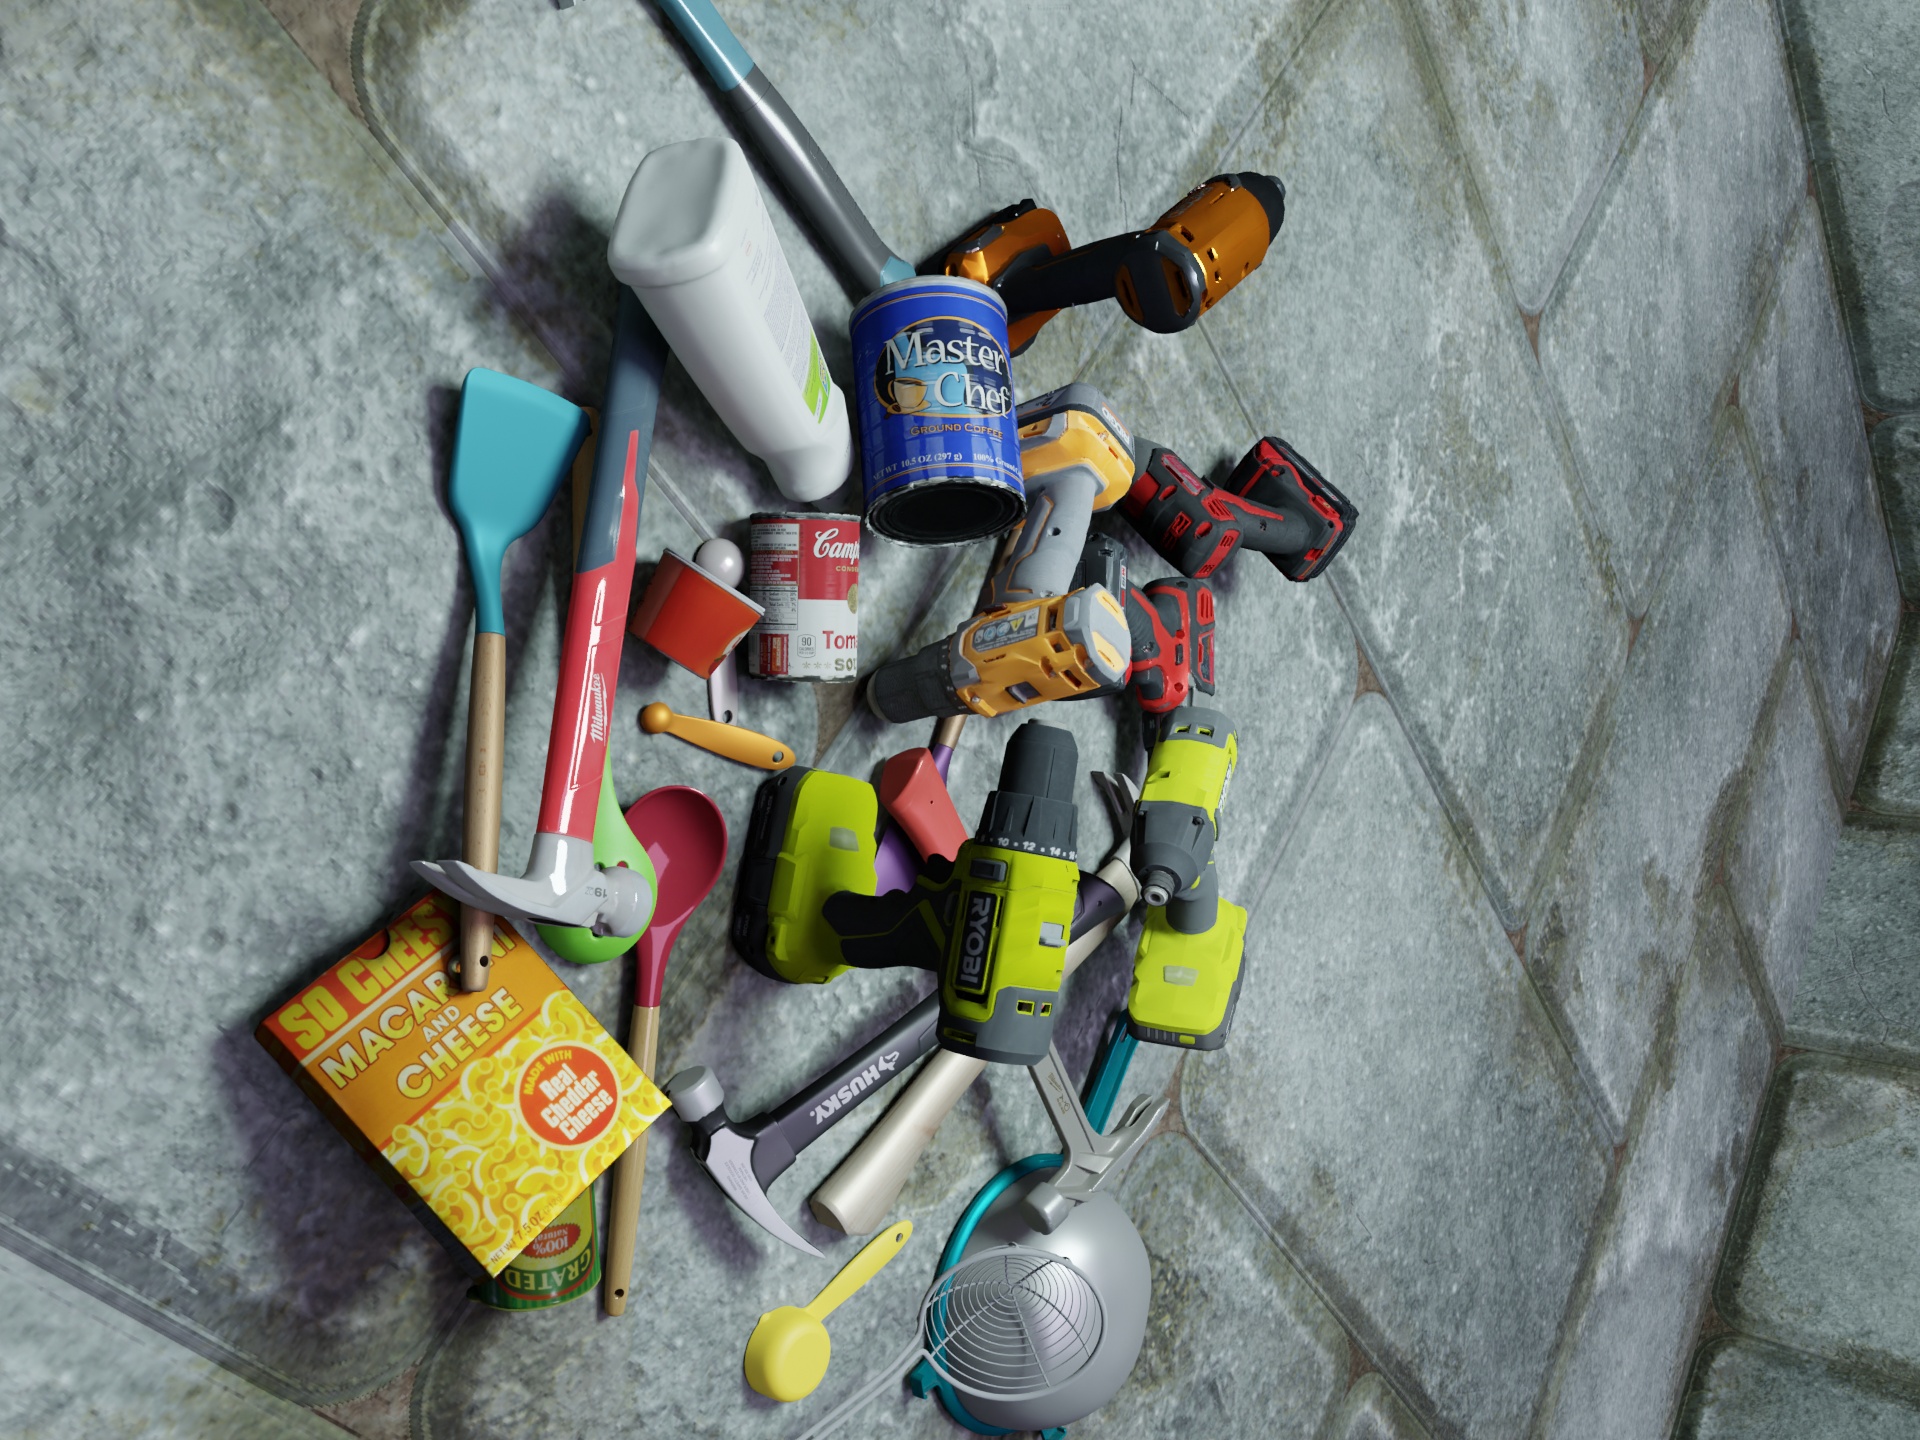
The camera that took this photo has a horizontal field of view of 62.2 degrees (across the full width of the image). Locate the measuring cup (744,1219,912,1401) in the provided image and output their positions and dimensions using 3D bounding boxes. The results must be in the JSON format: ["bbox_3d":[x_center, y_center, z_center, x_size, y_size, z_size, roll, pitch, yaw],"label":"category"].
[{"bbox_3d":[-0.078,0.390,1.062,0.156,0.029,0.062,-35,118,-37],"label":"measuring cup"}]

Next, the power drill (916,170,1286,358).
[{"bbox_3d":[0.101,-0.308,1.056,0.164,0.226,0.084,-45,124,-35],"label":"power drill"}]

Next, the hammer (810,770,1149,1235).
[{"bbox_3d":[0.030,0.205,1.162,0.411,0.038,0.146,-43,121,-36],"label":"hammer"}]

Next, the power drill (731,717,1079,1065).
[{"bbox_3d":[-0.026,0.090,0.949,0.080,0.229,0.190,16,81,-47],"label":"power drill"}]

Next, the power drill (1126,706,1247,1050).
[{"bbox_3d":[0.158,0.126,1.139,0.171,0.080,0.223,-65,155,-47],"label":"power drill"}]

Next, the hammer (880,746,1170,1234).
[{"bbox_3d":[0.038,0.177,1.120,0.149,0.037,0.359,-37,112,-37],"label":"hammer"}]

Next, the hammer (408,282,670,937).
[{"bbox_3d":[-0.198,-0.087,0.840,0.143,0.038,0.386,29,62,-58],"label":"hammer"}]

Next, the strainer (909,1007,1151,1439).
[{"bbox_3d":[0.104,0.385,1.211,0.210,0.095,0.340,41,65,-41],"label":"strainer"}]

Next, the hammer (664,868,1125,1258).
[{"bbox_3d":[-0.020,0.204,1.037,0.335,0.035,0.146,-33,108,-25],"label":"hammer"}]

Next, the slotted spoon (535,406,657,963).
[{"bbox_3d":[-0.207,-0.018,0.891,0.070,0.031,0.314,-1,91,-19],"label":"slotted spoon"}]

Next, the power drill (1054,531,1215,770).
[{"bbox_3d":[0.128,-0.033,1.194,0.226,0.080,0.188,18,71,-56],"label":"power drill"}]

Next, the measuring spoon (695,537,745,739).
[{"bbox_3d":[-0.141,-0.049,0.969,0.034,0.018,0.124,-9,101,-47],"label":"measuring spoon"}]

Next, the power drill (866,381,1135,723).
[{"bbox_3d":[0.028,-0.101,1.065,0.084,0.185,0.226,41,45,-41],"label":"power drill"}]

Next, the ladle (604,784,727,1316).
[{"bbox_3d":[-0.185,0.193,0.934,0.069,0.031,0.315,6,91,-22],"label":"ladle"}]

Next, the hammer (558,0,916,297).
[{"bbox_3d":[-0.124,-0.375,0.952,0.330,0.033,0.128,49,58,-37],"label":"hammer"}]

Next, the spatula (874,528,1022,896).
[{"bbox_3d":[-0.002,-0.004,1.123,0.059,0.018,0.316,31,72,-41],"label":"spatula"}]

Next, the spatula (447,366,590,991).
[{"bbox_3d":[-0.239,-0.021,0.821,0.082,0.044,0.318,17,67,-52],"label":"spatula"}]

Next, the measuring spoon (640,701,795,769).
[{"bbox_3d":[-0.144,0.012,0.969,0.116,0.011,0.021,21,97,-43],"label":"measuring spoon"}]

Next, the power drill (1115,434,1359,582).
[{"bbox_3d":[0.205,-0.174,1.258,0.219,0.143,0.078,-5,137,-47],"label":"power drill"}]

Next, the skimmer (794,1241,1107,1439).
[{"bbox_3d":[-0.063,0.457,1.008,0.363,0.090,0.127,-26,115,-34],"label":"skimmer"}]
